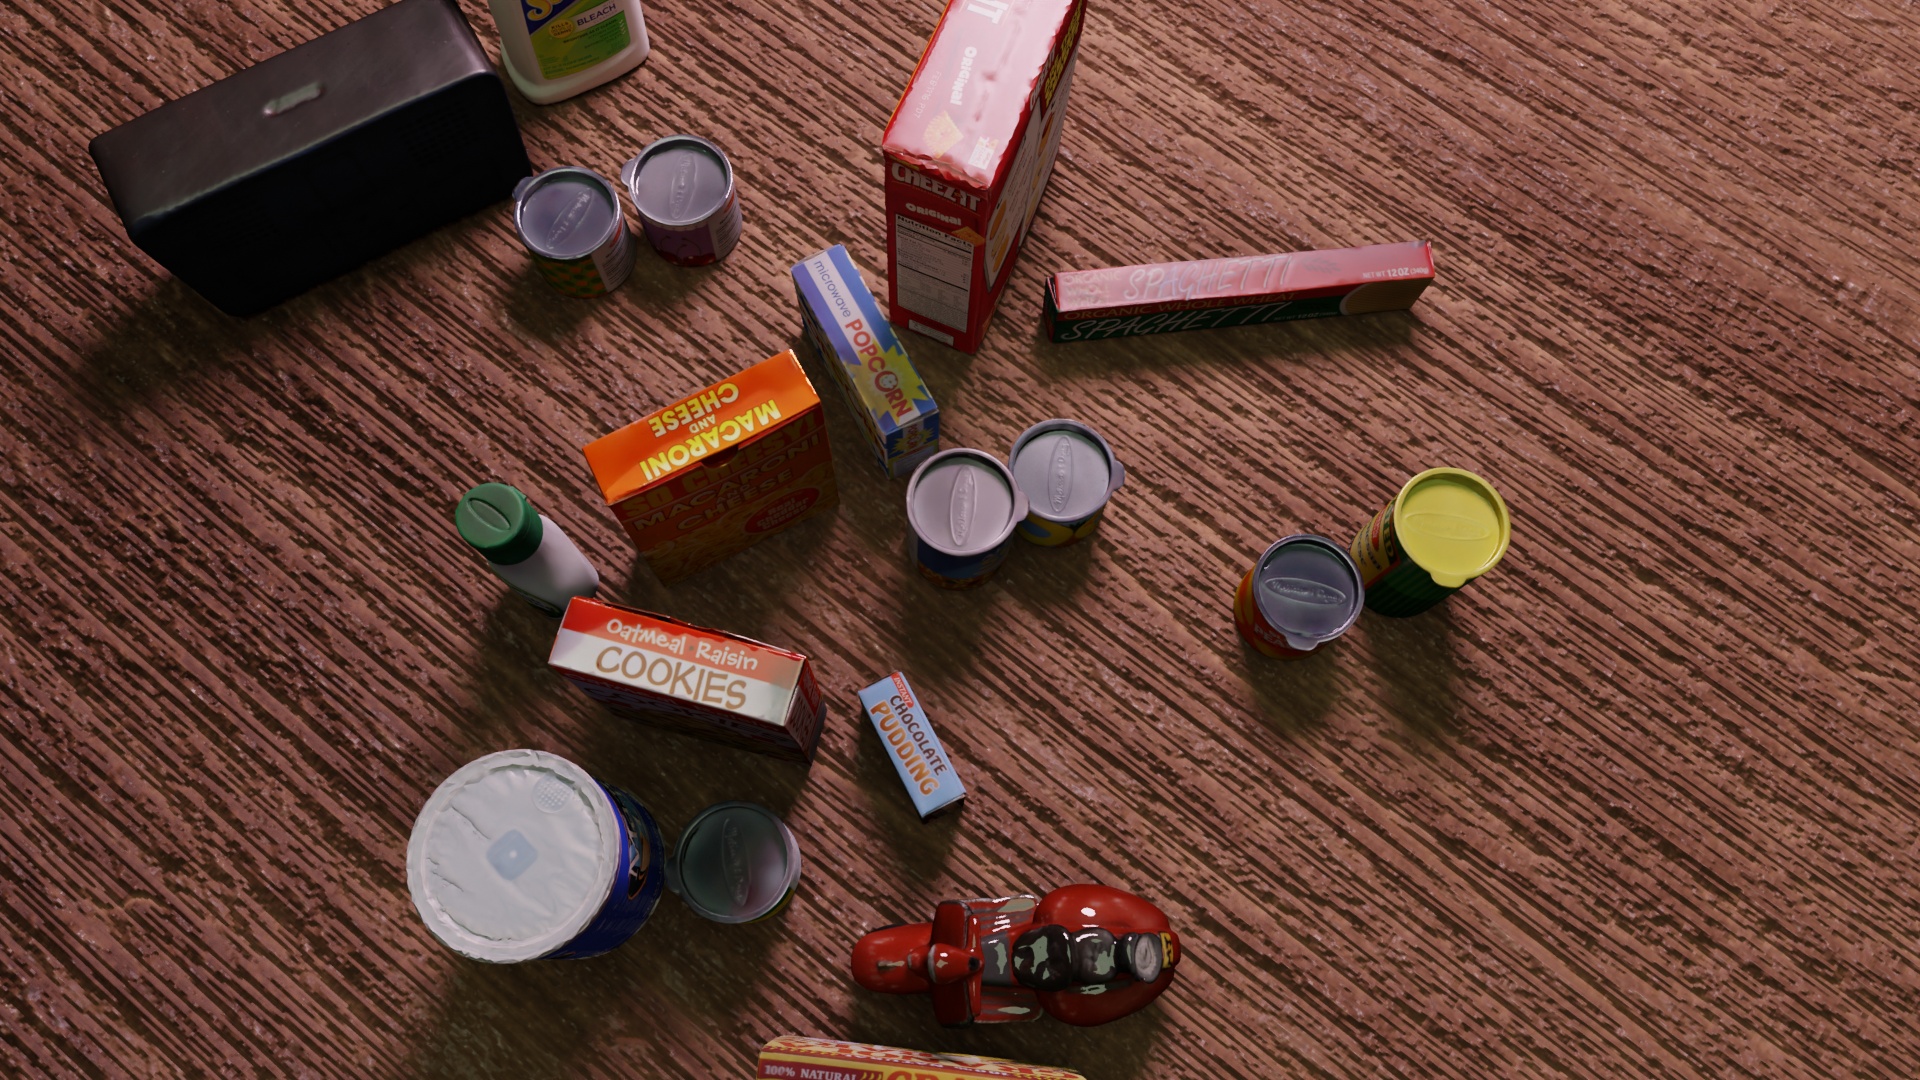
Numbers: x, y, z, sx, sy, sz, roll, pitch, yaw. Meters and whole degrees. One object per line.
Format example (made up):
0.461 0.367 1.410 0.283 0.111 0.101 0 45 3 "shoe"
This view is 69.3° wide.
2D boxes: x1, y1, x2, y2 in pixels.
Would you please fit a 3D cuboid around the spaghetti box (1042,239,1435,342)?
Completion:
0.179 -0.162 0.904 0.250 0.050 0.029 -6 74 -4 "spaghetti box"

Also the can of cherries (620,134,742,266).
-0.181 -0.222 0.907 0.071 0.058 0.071 0 73 -2 "can of cherries"

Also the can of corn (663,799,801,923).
-0.127 0.183 0.786 0.071 0.058 0.071 0 73 -2 "can of corn"

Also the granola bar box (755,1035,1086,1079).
-0.019 0.288 0.723 0.166 0.124 0.039 6 74 0 "granola bar box"

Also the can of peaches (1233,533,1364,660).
0.203 0.038 0.840 0.071 0.058 0.071 0 73 -2 "can of peaches"

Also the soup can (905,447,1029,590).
0.003 -0.010 0.835 0.071 0.083 0.071 0 73 -2 "soup can"

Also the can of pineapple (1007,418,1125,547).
0.062 -0.033 0.858 0.071 0.057 0.071 0 73 -2 "can of pineapple"

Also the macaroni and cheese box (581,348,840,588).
-0.135 -0.035 0.796 0.124 0.166 0.040 -27 76 -9 "macaroni and cheese box"

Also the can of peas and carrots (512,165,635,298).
-0.250 -0.199 0.898 0.071 0.058 0.071 0 73 -2 "can of peas and carrots"

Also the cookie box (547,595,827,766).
-0.141 0.080 0.760 0.123 0.167 0.040 14 74 3 "cookie box"

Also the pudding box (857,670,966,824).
-0.028 0.121 0.812 0.030 0.049 0.084 -27 76 -9 "pudding box"

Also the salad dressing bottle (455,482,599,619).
-0.246 0.006 0.789 0.064 0.147 0.044 35 76 8 "salad dressing bottle"

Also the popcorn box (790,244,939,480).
-0.059 -0.109 0.863 0.038 0.085 0.127 -27 76 -9 "popcorn box"

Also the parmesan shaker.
0.275 0.007 0.829 0.071 0.102 0.071 0 73 -1 "parmesan shaker"
